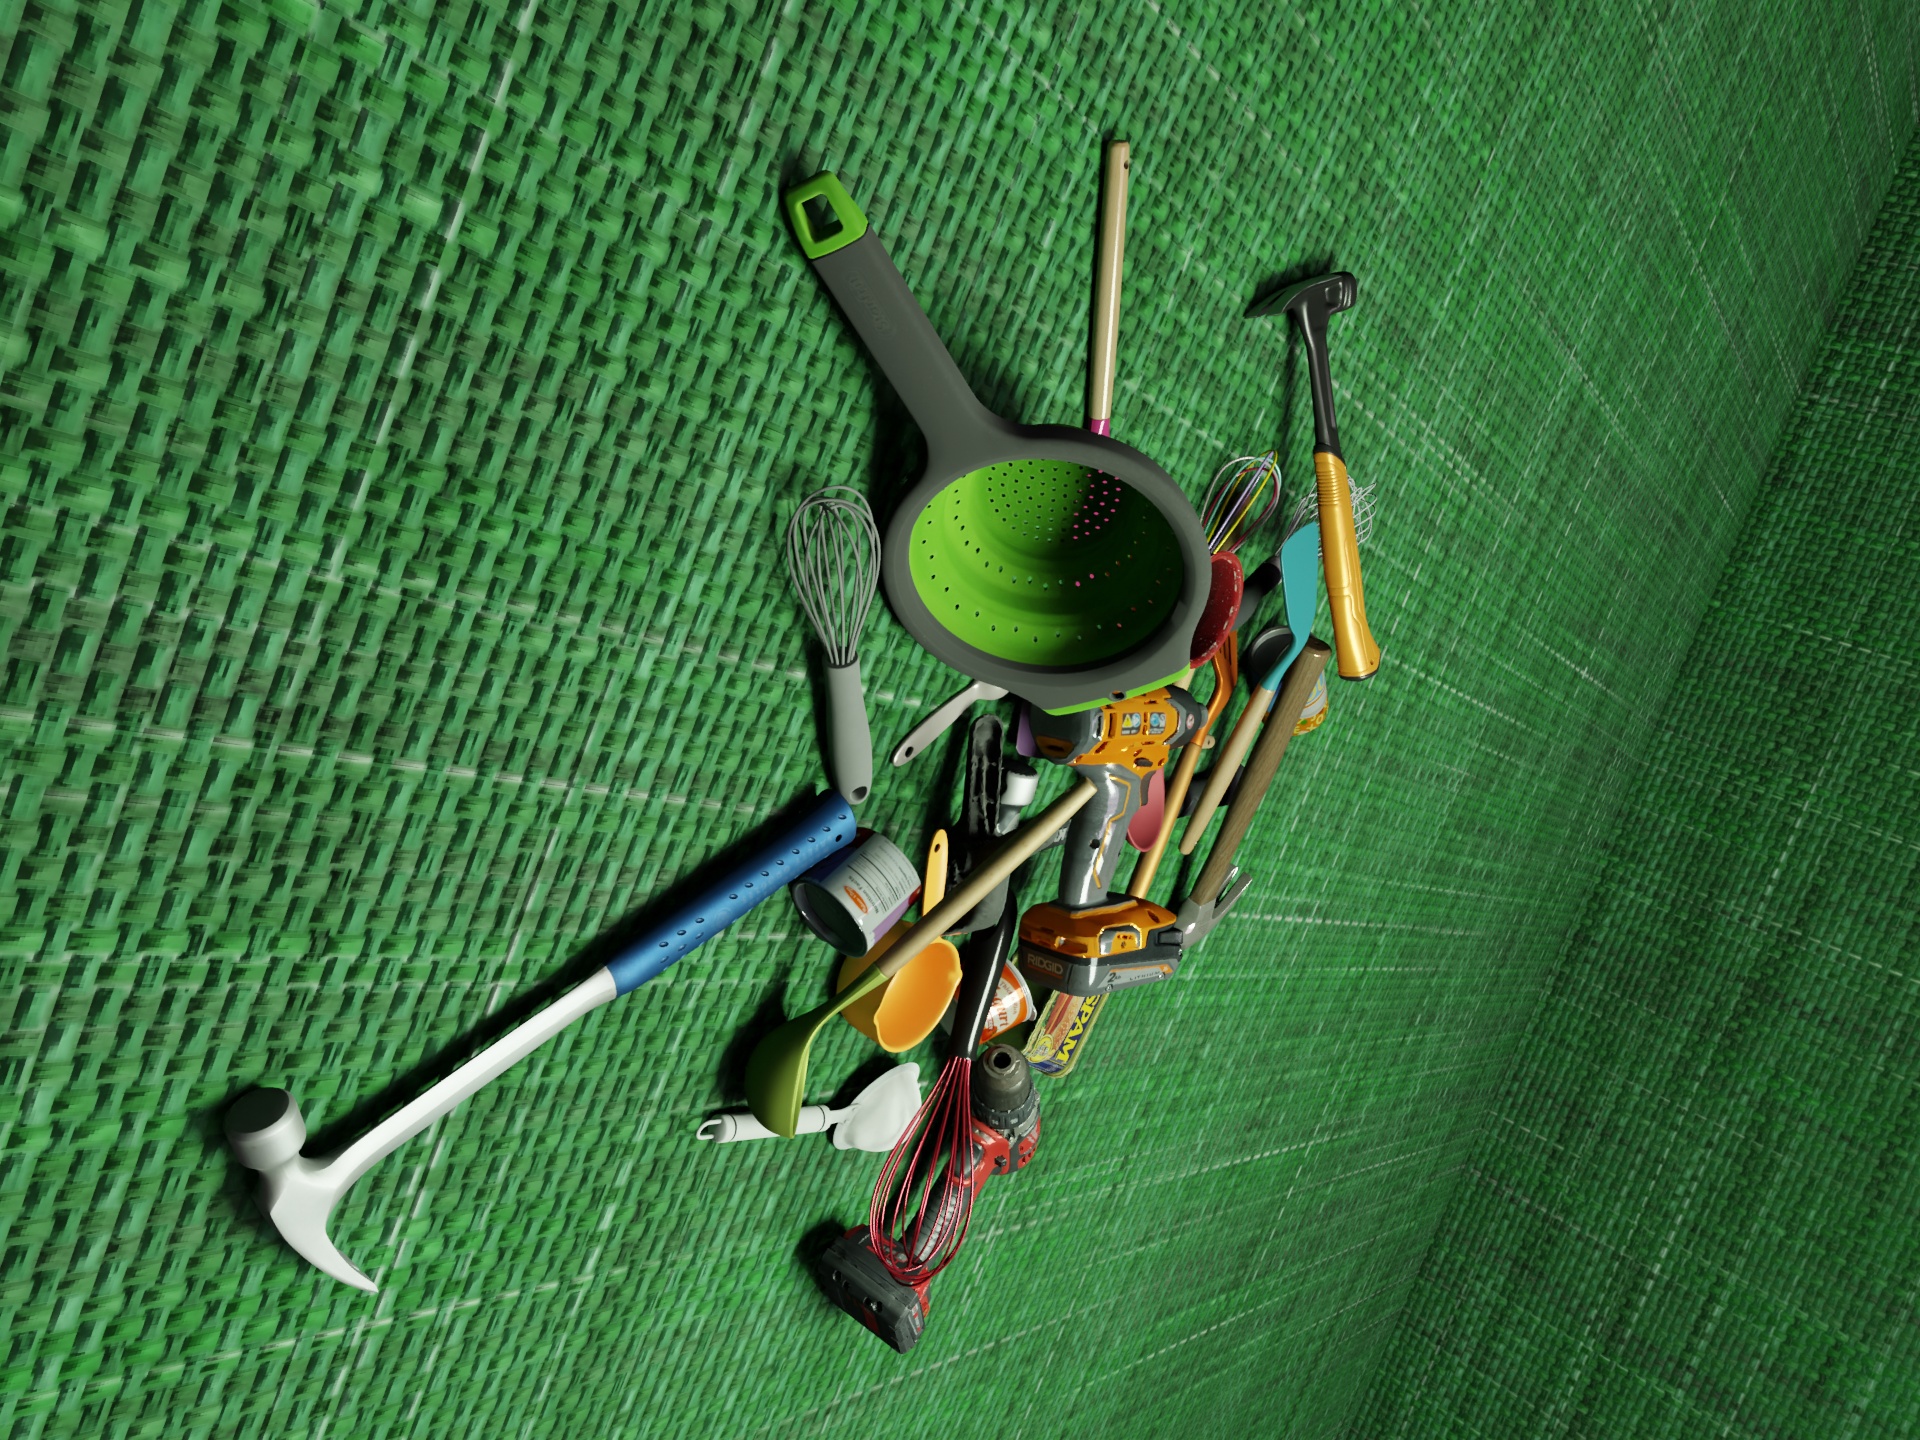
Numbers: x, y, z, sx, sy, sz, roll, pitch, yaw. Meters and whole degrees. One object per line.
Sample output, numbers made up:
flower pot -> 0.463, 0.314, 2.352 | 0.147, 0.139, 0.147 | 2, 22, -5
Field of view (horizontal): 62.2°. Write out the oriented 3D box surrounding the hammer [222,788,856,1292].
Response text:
hammer -> -0.211, 0.159, 0.911 | 0.405, 0.035, 0.144 | -35, 136, -37

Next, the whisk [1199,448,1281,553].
whisk -> 0.187, -0.117, 1.280 | 0.051, 0.047, 0.245 | 40, 81, -45

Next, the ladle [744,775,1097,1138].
ladle -> -0.024, 0.155, 1.049 | 0.320, 0.062, 0.078 | -43, -172, 8

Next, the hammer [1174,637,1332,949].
hammer -> 0.261, 0.071, 1.444 | 0.130, 0.031, 0.331 | -19, 136, -49

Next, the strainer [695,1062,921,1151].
strainer -> -0.097, 0.290, 1.150 | 0.258, 0.050, 0.087 | 12, 115, -52

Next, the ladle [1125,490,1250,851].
ladle -> 0.183, -0.045, 1.295 | 0.069, 0.031, 0.315 | 34, 72, -50

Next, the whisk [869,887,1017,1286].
whisk -> -0.006, 0.265, 1.164 | 0.073, 0.073, 0.296 | 27, 76, -56

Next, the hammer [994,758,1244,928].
hammer -> 0.138, 0.084, 1.345 | 0.408, 0.036, 0.149 | -9, 119, -52

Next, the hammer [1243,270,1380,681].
hammer -> 0.304, -0.190, 1.310 | 0.127, 0.034, 0.336 | -29, 114, -42

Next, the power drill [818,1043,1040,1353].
power drill -> -0.012, 0.367, 1.255 | 0.227, 0.080, 0.187 | -49, 157, -27

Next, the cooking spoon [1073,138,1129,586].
cooking spoon -> 0.098, -0.235, 1.100 | 0.069, 0.017, 0.318 | -29, 133, -40

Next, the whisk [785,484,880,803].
whisk -> -0.071, -0.039, 0.972 | 0.055, 0.055, 0.238 | -38, 142, -35

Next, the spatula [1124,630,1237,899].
spatula -> 0.178, 0.041, 1.327 | 0.081, 0.041, 0.323 | 37, 73, -54

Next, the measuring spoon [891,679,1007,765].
measuring spoon -> -0.002, -0.004, 1.110 | 0.124, 0.018, 0.034 | -41, 140, -31

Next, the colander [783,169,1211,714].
colander -> 0.017, -0.173, 0.960 | 0.396, 0.204, 0.095 | 54, 30, -36

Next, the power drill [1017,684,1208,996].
power drill -> 0.121, 0.079, 1.185 | 0.164, 0.084, 0.226 | -3, 100, -42

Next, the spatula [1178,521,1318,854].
spatula -> 0.238, -0.014, 1.331 | 0.082, 0.044, 0.317 | -34, 151, -52

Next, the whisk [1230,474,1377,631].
whisk -> 0.280, -0.141, 1.353 | 0.284, 0.070, 0.070 | -39, 139, -42

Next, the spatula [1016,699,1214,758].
spatula -> 0.135, 0.008, 1.305 | 0.315, 0.018, 0.060 | 7, 92, -55

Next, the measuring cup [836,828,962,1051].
measuring cup -> -0.042, 0.147, 1.123 | 0.095, 0.052, 0.173 | -17, 122, -49
